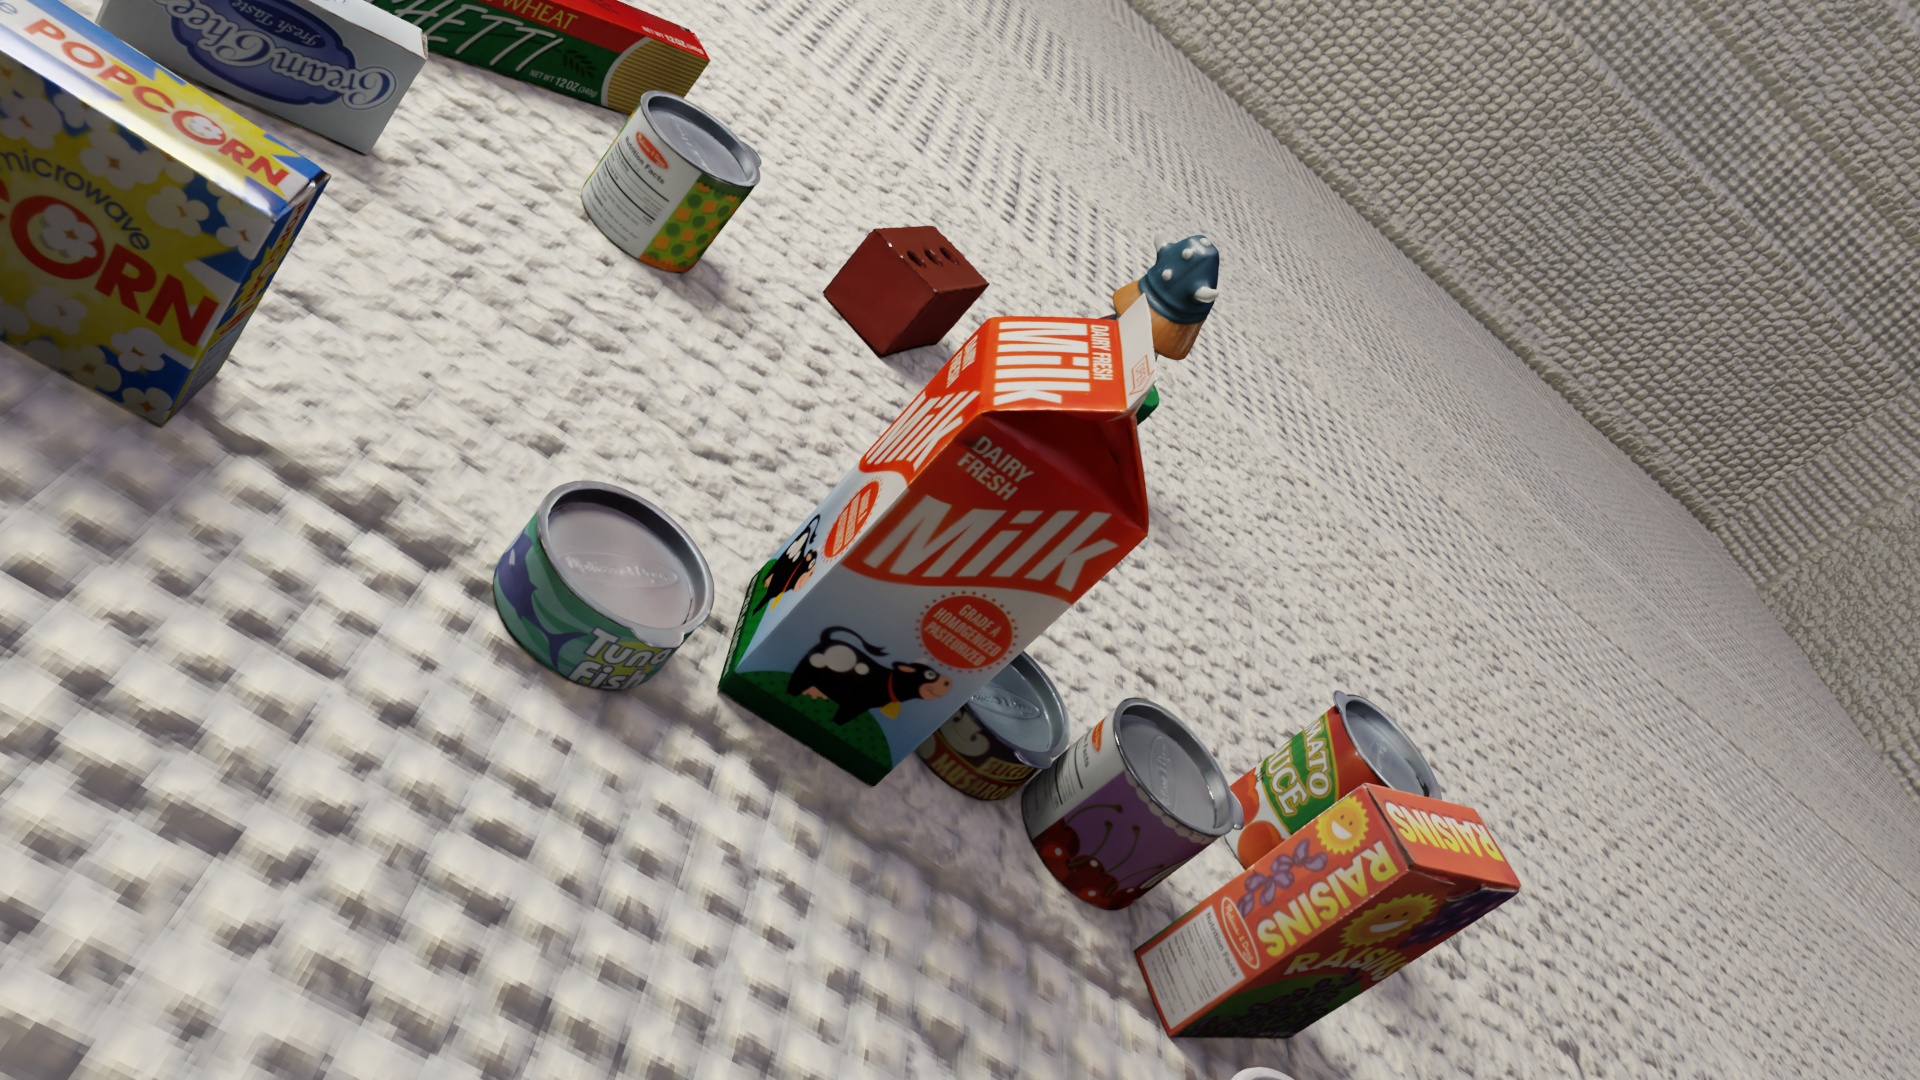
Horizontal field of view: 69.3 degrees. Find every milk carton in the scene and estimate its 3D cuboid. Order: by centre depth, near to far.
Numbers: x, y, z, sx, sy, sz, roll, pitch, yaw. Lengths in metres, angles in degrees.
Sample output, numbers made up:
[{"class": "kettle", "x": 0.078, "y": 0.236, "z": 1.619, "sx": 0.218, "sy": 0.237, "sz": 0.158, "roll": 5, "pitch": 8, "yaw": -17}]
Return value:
[{"class": "milk carton", "x": 0.002, "y": -0.006, "z": 0.487, "sx": 0.073, "sy": 0.189, "sz": 0.073, "roll": 35, "pitch": 28, "yaw": -18}]

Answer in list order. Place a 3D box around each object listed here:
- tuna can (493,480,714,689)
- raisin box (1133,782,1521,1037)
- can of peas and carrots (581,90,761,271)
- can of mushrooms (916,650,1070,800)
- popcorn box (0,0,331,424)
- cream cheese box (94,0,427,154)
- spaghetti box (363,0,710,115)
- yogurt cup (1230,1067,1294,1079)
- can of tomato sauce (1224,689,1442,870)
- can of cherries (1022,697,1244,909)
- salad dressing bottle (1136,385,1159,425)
[{"class": "tuna can", "x": -0.118, "y": 0.017, "z": 0.463, "sx": 0.071, "sy": 0.032, "sz": 0.071, "roll": 34, "pitch": 29, "yaw": -21}, {"class": "raisin box", "x": 0.141, "y": 0.147, "z": 0.539, "sx": 0.086, "sy": 0.123, "sz": 0.040, "roll": 20, "pitch": 36, "yaw": -40}, {"class": "can of peas and carrots", "x": -0.139, "y": -0.174, "z": 0.676, "sx": 0.071, "sy": 0.058, "sz": 0.071, "roll": 34, "pitch": 28, "yaw": -21}, {"class": "can of mushrooms", "x": 0.010, "y": 0.071, "z": 0.563, "sx": 0.071, "sy": 0.033, "sz": 0.071, "roll": 34, "pitch": 29, "yaw": -21}, {"class": "popcorn box", "x": -0.255, "y": -0.101, "z": 0.380, "sx": 0.126, "sy": 0.085, "sz": 0.038, "roll": 33, "pitch": 28, "yaw": -21}, {"class": "cream cheese box", "x": -0.266, "y": -0.195, "z": 0.534, "sx": 0.104, "sy": 0.053, "sz": 0.024, "roll": 19, "pitch": 36, "yaw": -41}, {"class": "spaghetti box", "x": -0.231, "y": -0.260, "z": 0.681, "sx": 0.250, "sy": 0.050, "sz": 0.029, "roll": 0, "pitch": 50, "yaw": -54}, {"class": "yogurt cup", "x": 0.094, "y": 0.215, "z": 0.452, "sx": 0.072, "sy": 0.053, "sz": 0.073, "roll": 34, "pitch": 28, "yaw": -21}, {"class": "can of tomato sauce", "x": 0.173, "y": 0.123, "z": 0.663, "sx": 0.071, "sy": 0.082, "sz": 0.071, "roll": 34, "pitch": 28, "yaw": -21}, {"class": "can of cherries", "x": 0.070, "y": 0.109, "z": 0.565, "sx": 0.071, "sy": 0.058, "sz": 0.072, "roll": 34, "pitch": 28, "yaw": -21}, {"class": "salad dressing bottle", "x": 0.020, "y": -0.021, "z": 0.581, "sx": 0.064, "sy": 0.147, "sz": 0.044, "roll": 31, "pitch": 29, "yaw": -26}]
